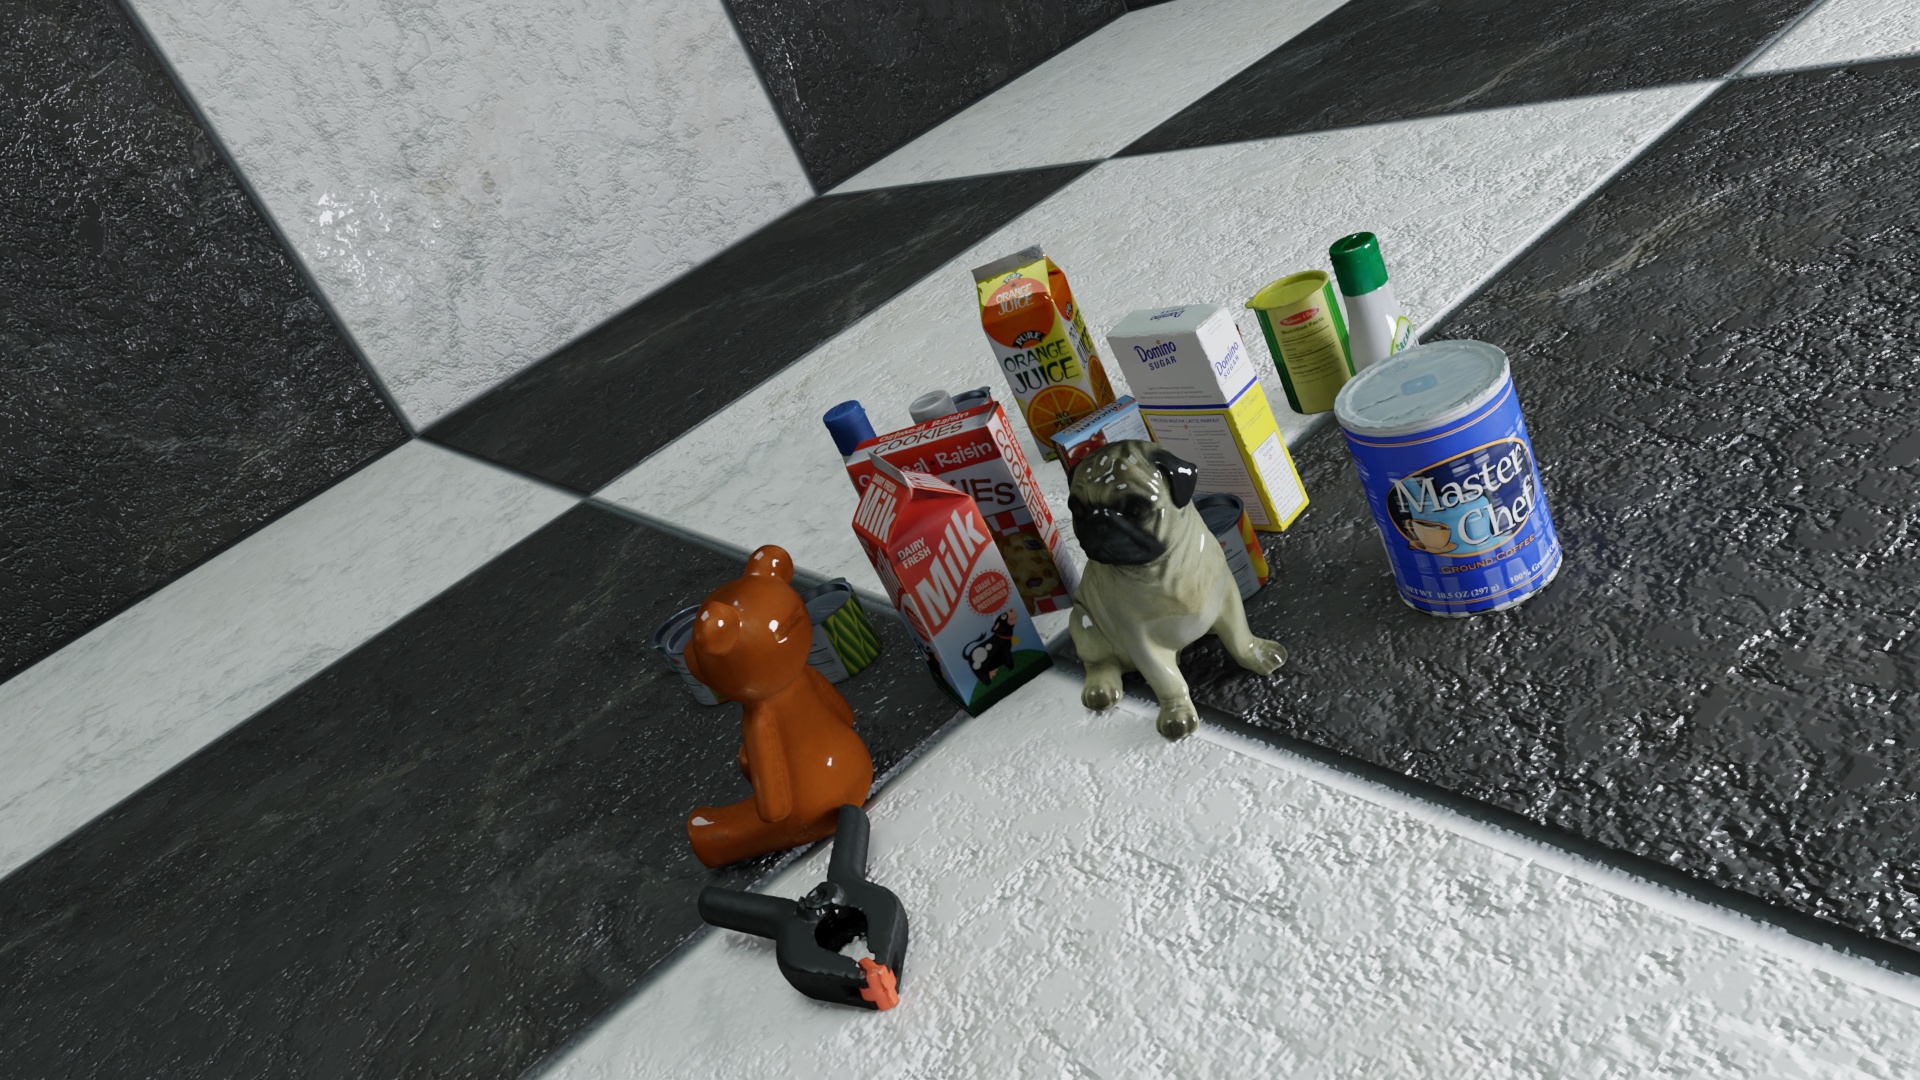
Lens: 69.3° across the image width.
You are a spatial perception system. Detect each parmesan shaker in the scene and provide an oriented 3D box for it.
[{"bbox_3d":[0.289,-0.165,1.166,0.071,0.102,0.071,-22,24,11],"label":"parmesan shaker"}]

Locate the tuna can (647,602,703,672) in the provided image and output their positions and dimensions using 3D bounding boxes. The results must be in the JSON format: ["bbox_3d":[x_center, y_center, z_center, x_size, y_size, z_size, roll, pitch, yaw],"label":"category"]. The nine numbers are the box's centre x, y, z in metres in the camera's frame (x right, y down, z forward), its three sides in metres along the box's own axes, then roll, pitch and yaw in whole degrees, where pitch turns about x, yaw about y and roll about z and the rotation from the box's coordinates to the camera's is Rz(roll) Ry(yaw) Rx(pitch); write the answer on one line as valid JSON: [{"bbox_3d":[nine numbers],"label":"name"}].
[{"bbox_3d":[-0.247,0.090,1.268,0.071,0.032,0.071,-21,25,10],"label":"tuna can"}]

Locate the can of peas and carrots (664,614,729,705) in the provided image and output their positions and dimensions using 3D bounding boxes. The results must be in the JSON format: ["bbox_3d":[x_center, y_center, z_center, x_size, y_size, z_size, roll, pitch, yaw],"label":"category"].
[{"bbox_3d":[-0.207,0.097,1.184,0.071,0.058,0.071,-22,25,10],"label":"can of peas and carrots"}]

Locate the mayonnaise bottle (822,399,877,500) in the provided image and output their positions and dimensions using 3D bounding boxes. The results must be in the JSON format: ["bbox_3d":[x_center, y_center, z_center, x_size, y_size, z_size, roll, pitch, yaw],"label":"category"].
[{"bbox_3d":[-0.076,-0.055,1.250,0.041,0.147,0.065,-22,24,10],"label":"mayonnaise bottle"}]

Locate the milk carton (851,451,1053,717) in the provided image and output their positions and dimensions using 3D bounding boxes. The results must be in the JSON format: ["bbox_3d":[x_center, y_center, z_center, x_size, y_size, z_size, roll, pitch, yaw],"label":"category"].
[{"bbox_3d":[-0.013,0.023,0.982,0.073,0.190,0.072,-33,25,-13],"label":"milk carton"}]

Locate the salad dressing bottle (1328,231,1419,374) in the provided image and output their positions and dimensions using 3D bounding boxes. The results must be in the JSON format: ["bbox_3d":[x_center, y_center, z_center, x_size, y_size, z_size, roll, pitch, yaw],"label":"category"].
[{"bbox_3d":[0.324,-0.166,1.079,0.044,0.147,0.064,1,36,46],"label":"salad dressing bottle"}]

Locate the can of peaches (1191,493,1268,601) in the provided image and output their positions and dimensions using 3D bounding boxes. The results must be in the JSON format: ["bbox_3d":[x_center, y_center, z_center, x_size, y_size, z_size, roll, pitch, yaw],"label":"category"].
[{"bbox_3d":[0.179,0.007,0.986,0.071,0.058,0.071,-22,25,10],"label":"can of peaches"}]

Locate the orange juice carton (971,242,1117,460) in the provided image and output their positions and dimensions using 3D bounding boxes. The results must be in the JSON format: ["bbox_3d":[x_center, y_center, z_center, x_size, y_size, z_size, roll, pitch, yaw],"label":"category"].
[{"bbox_3d":[0.079,-0.178,1.289,0.071,0.192,0.073,-16,26,22],"label":"orange juice carton"}]

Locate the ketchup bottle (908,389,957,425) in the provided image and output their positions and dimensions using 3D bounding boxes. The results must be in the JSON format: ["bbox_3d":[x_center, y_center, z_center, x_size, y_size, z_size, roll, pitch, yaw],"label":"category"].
[{"bbox_3d":[0.003,-0.056,1.173,0.064,0.148,0.044,-10,29,32],"label":"ketchup bottle"}]

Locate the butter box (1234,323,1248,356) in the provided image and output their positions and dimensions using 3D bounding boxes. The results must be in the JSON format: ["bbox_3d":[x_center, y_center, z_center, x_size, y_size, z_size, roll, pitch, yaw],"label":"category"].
[{"bbox_3d":[0.216,-0.158,1.285,0.103,0.053,0.024,-18,25,17],"label":"butter box"}]

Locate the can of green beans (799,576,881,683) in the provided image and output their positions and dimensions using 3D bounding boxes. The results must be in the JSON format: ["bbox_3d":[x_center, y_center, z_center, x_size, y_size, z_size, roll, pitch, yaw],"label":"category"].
[{"bbox_3d":[-0.105,0.075,1.130,0.071,0.057,0.071,-22,25,10],"label":"can of green beans"}]

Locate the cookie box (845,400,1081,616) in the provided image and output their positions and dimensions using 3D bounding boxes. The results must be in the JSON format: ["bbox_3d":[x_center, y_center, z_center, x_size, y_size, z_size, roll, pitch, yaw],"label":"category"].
[{"bbox_3d":[0.004,-0.013,1.065,0.123,0.167,0.040,-15,27,24],"label":"cookie box"}]

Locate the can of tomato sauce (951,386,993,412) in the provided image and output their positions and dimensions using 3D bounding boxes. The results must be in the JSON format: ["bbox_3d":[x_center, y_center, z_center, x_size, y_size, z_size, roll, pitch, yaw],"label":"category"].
[{"bbox_3d":[0.015,-0.093,1.315,0.071,0.082,0.071,-22,24,11],"label":"can of tomato sauce"}]

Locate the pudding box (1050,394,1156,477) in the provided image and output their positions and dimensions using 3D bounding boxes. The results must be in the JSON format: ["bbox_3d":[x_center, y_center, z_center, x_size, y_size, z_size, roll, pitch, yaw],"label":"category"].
[{"bbox_3d":[0.127,-0.088,1.236,0.084,0.049,0.030,-31,24,-10],"label":"pudding box"}]
